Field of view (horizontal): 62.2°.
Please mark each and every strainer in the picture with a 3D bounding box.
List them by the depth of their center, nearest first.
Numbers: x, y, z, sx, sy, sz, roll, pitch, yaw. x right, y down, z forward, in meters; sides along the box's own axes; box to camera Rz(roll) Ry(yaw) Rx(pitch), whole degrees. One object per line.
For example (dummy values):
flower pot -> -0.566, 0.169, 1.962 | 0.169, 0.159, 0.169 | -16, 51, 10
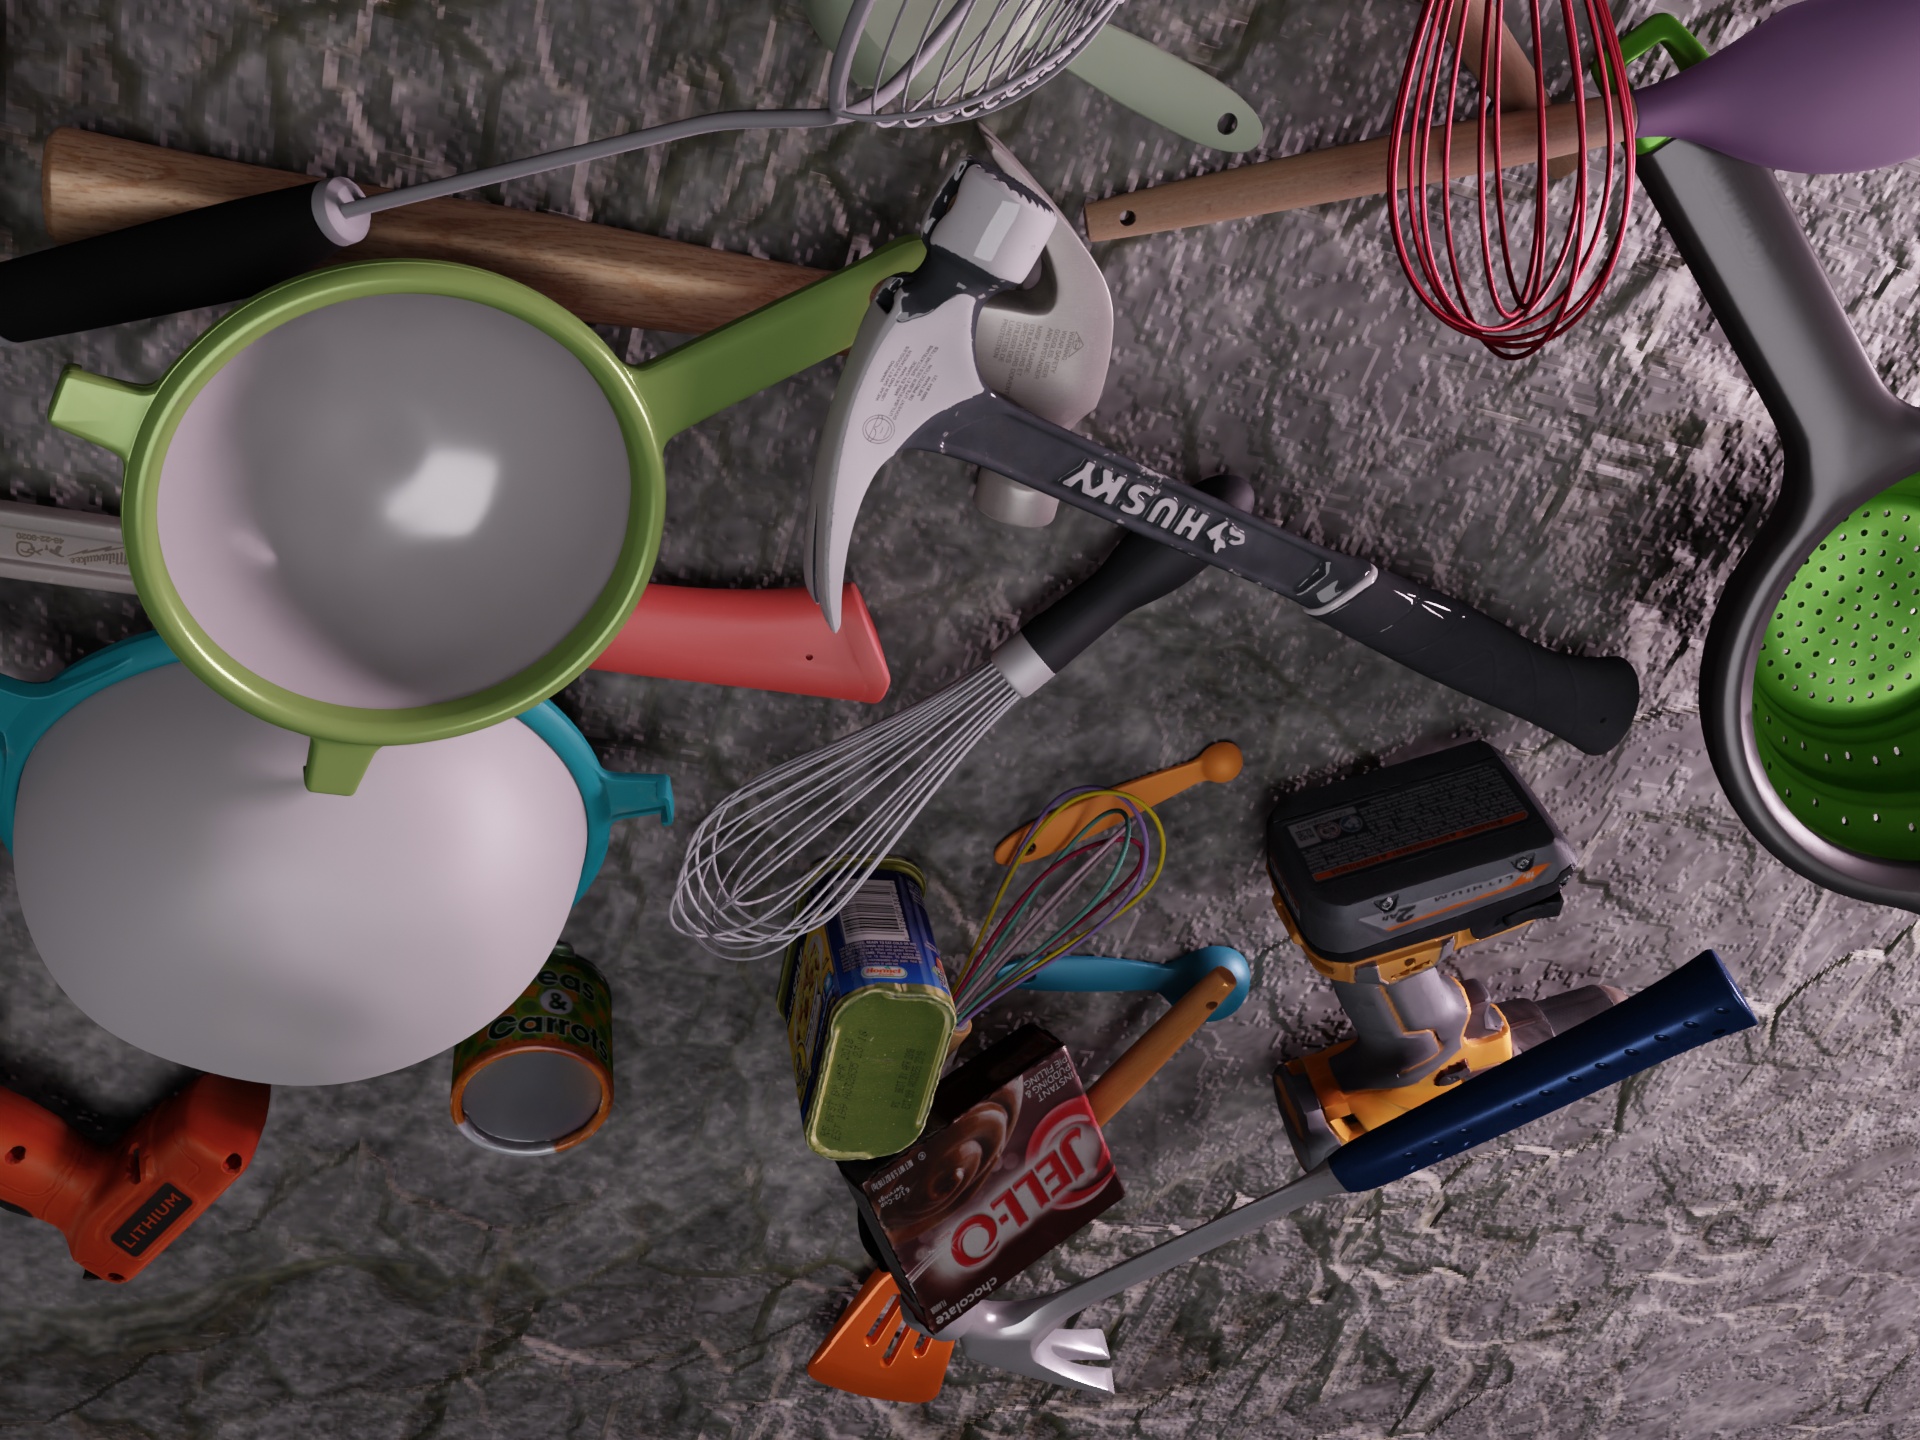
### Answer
strainer -> -0.126, -0.097, 0.491 | 0.256, 0.069, 0.151 | -29, 132, -13
strainer -> -0.272, 0.043, 0.520 | 0.211, 0.095, 0.340 | -37, 135, 25

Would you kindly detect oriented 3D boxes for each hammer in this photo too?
hammer -> -0.108, -0.144, 0.510 | 0.331, 0.031, 0.130 | 5, 123, -17
hammer -> -0.202, -0.036, 0.559 | 0.359, 0.037, 0.149 | 8, 122, -18
hammer -> 0.125, -0.051, 0.593 | 0.408, 0.036, 0.149 | 18, 114, -34
hammer -> 0.171, 0.218, 0.745 | 0.405, 0.035, 0.143 | -33, 131, 20

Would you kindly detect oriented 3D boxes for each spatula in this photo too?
spatula -> 0.198, -0.195, 0.532 | 0.316, 0.018, 0.059 | -10, 116, 3
spatula -> 0.035, 0.235, 0.790 | 0.081, 0.041, 0.322 | 24, 120, -25

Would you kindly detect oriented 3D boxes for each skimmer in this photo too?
skimmer -> -0.116, -0.176, 0.413 | 0.363, 0.127, 0.090 | -10, 107, 12

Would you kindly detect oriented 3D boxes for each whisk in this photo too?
whisk -> 0.159, -0.253, 0.460 | 0.073, 0.073, 0.295 | -9, 111, -7
whisk -> -0.001, -0.002, 0.620 | 0.284, 0.070, 0.070 | -39, 124, 8
whisk -> 0.011, 0.121, 0.709 | 0.047, 0.051, 0.245 | 20, 123, -29

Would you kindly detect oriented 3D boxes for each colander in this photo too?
colander -> 0.344, -0.096, 0.629 | 0.204, 0.094, 0.397 | -34, 107, 11

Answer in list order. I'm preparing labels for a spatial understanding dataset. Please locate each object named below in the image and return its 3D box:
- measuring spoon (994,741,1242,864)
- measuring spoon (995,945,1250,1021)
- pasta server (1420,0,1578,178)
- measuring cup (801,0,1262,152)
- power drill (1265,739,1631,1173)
measuring spoon -> 0.069, 0.039, 0.690 | 0.117, 0.011, 0.021 | -23, 126, 3
measuring spoon -> 0.079, 0.126, 0.745 | 0.128, 0.021, 0.042 | 5, 122, -17
pasta server -> 0.107, -0.275, 0.477 | 0.060, 0.040, 0.316 | -43, 127, 16
measuring cup -> 0.029, -0.211, 0.491 | 0.167, 0.038, 0.083 | 19, 118, -22
power drill -> 0.236, 0.117, 0.744 | 0.185, 0.084, 0.226 | -16, 131, -2
